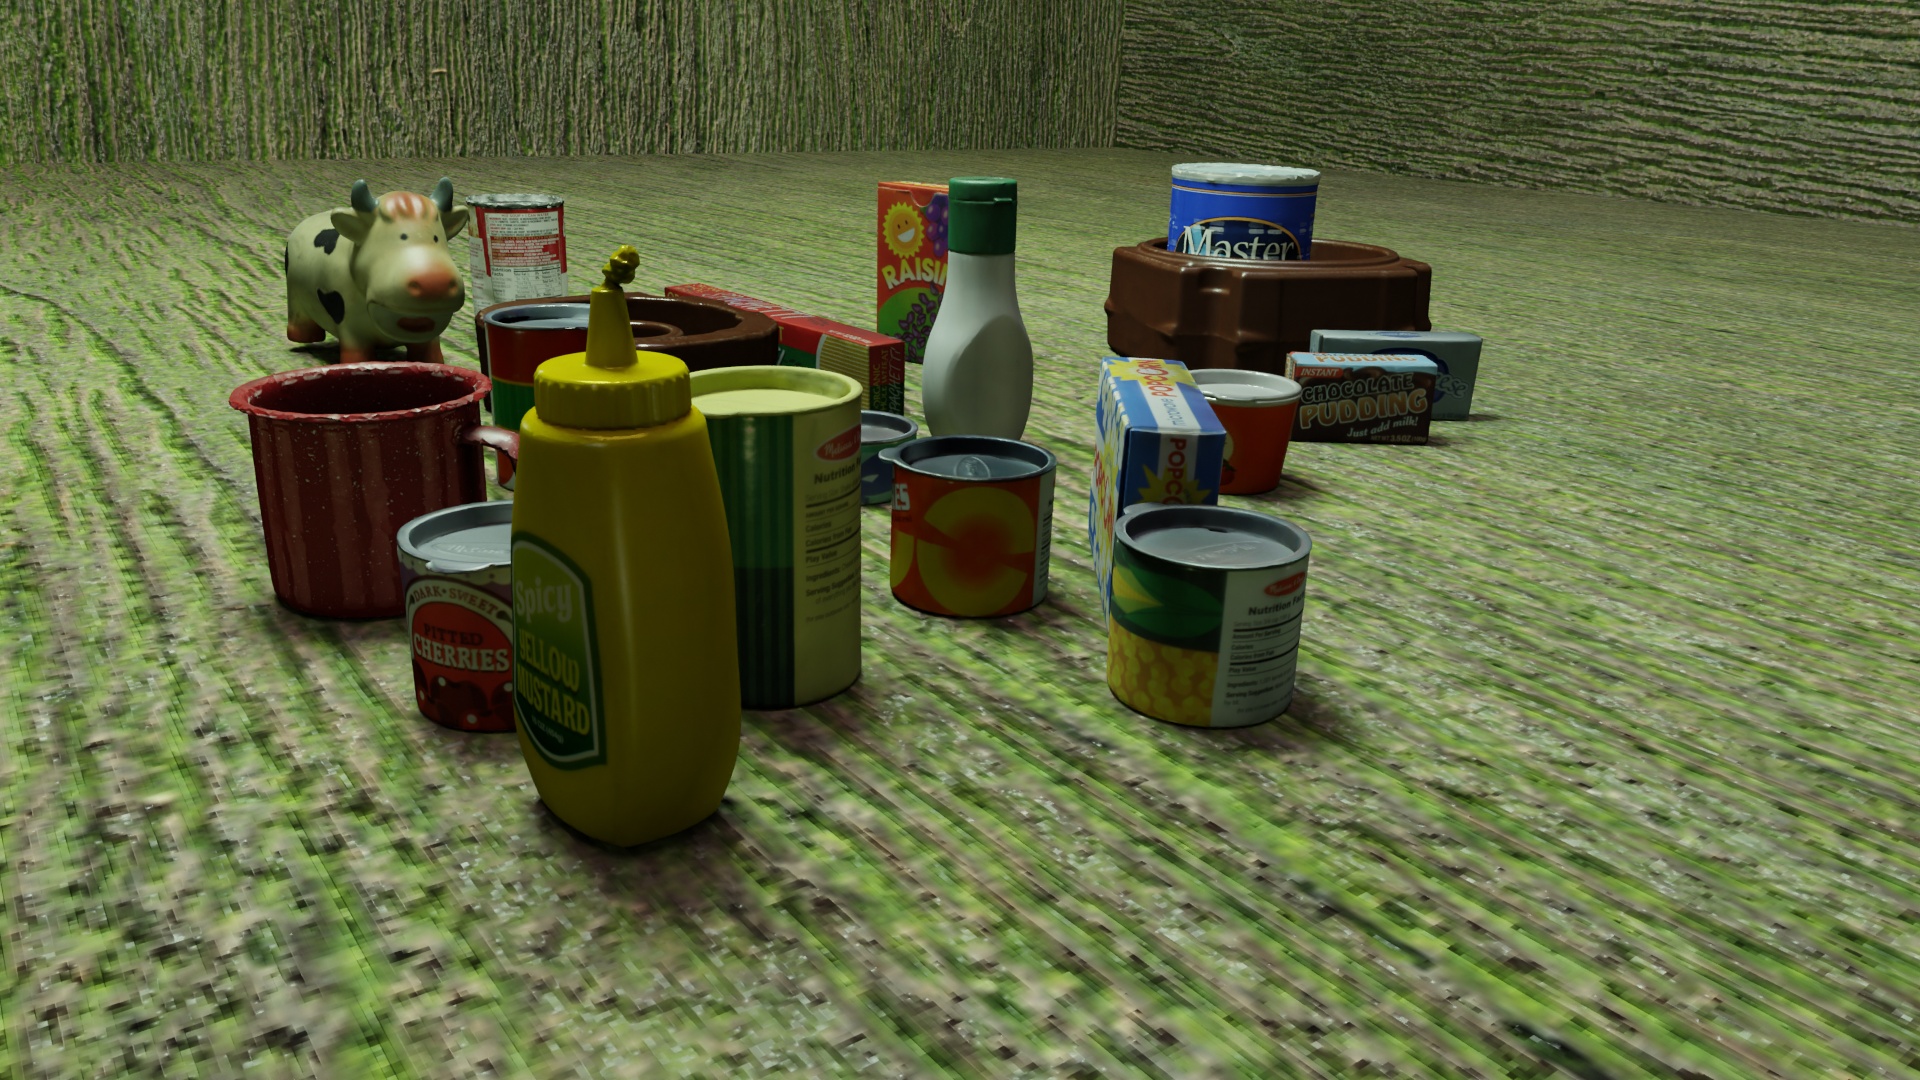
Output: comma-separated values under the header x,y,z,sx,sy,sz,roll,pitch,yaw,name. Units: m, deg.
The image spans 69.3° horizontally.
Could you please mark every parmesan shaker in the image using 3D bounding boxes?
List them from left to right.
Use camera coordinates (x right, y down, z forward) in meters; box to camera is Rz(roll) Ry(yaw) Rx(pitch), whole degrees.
x,y,z,sx,sy,sz,roll,pitch,yaw,name
-0.068,-0.002,0.471,0.071,0.102,0.071,2,19,0,parmesan shaker

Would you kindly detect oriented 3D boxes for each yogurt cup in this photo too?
x,y,z,sx,sy,sz,roll,pitch,yaw,name
0.141,-0.057,0.724,0.072,0.053,0.072,2,19,0,yogurt cup

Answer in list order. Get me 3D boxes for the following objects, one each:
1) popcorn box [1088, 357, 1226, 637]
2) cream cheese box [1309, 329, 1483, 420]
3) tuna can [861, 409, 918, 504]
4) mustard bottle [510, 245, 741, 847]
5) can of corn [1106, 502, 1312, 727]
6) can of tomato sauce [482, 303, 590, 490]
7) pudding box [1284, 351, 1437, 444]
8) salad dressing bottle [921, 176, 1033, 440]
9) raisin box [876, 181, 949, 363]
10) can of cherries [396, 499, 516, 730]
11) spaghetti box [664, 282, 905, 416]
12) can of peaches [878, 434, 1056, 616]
x,y,z,sx,sy,sz,roll,pitch,yaw,name
0.077,-0.021,0.566,0.038,0.085,0.127,2,19,1,popcorn box
0.271,-0.104,0.873,0.104,0.053,0.024,1,19,-3,cream cheese box
-0.056,-0.042,0.694,0.071,0.032,0.071,2,19,0,tuna can
-0.093,0.001,0.375,0.065,0.159,0.049,18,25,40,mustard bottle
0.083,0.024,0.480,0.071,0.058,0.071,2,19,0,can of corn
-0.196,-0.070,0.686,0.071,0.082,0.071,2,19,0,can of tomato sauce
0.234,-0.084,0.818,0.084,0.049,0.030,2,19,-1,pudding box
0.011,-0.121,0.753,0.064,0.147,0.044,-11,23,-34,salad dressing bottle
-0.016,-0.187,0.977,0.086,0.123,0.040,15,23,34,raisin box
-0.150,0.024,0.457,0.071,0.058,0.072,2,19,0,can of cherries
-0.121,-0.125,0.901,0.029,0.050,0.250,-13,24,-38,spaghetti box
0.002,-0.007,0.561,0.071,0.057,0.071,2,19,0,can of peaches
